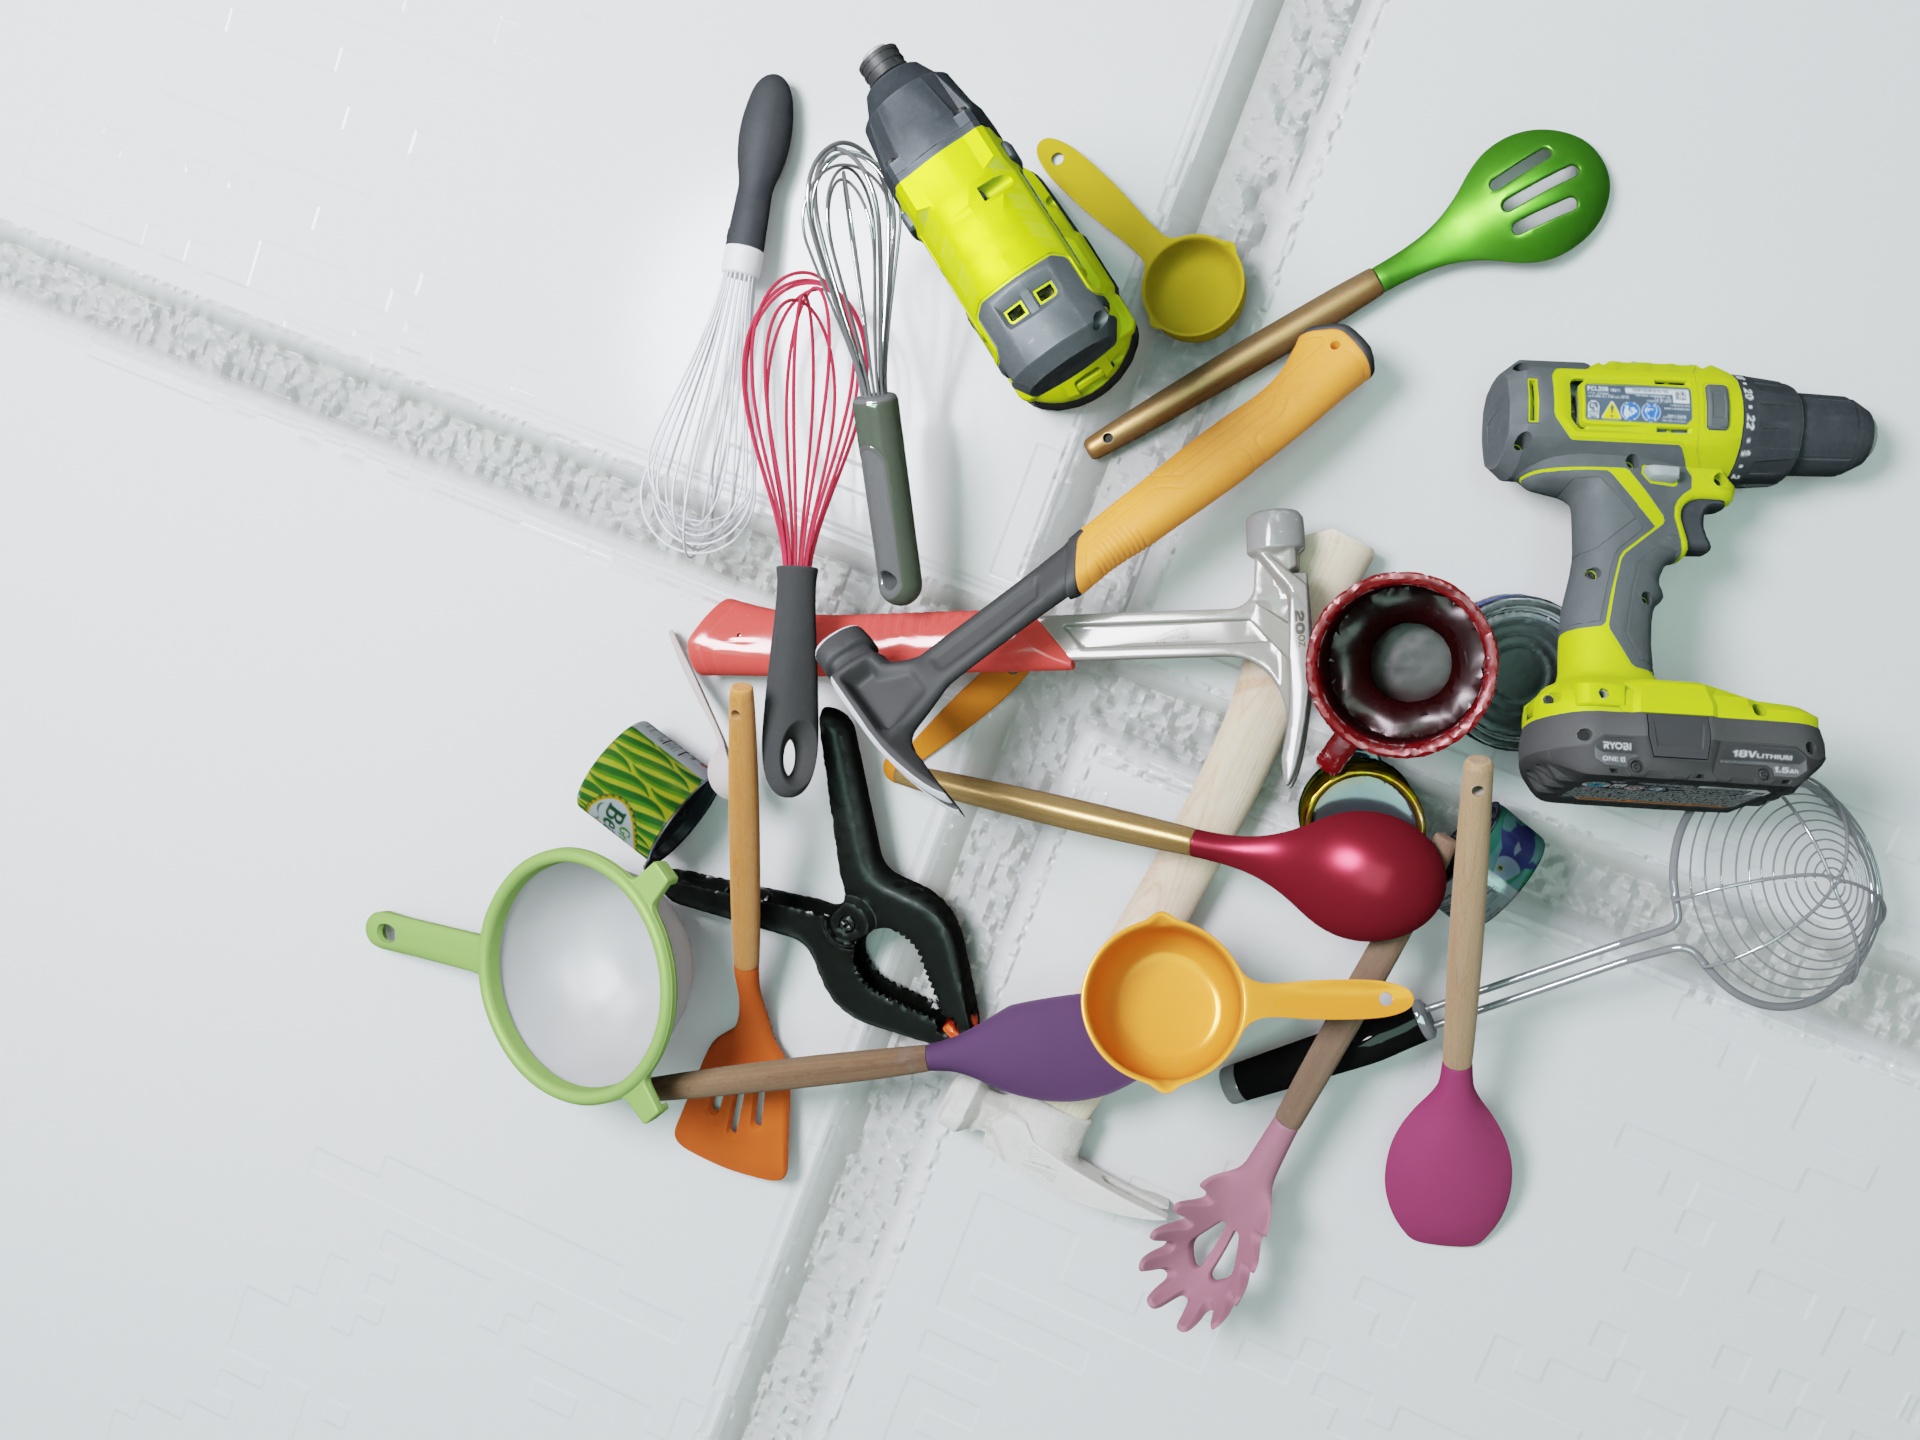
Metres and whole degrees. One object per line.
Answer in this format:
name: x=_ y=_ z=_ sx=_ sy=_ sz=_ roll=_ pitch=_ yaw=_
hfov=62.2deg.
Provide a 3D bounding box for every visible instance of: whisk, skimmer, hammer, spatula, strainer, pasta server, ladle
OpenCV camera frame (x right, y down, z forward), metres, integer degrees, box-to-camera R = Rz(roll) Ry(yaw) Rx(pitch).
whisk: x=-0.090 y=-0.105 z=0.890 sx=0.073 sy=0.073 sz=0.296 roll=2 pitch=89 yaw=11
skimmer: x=0.318 y=0.139 z=0.882 sx=0.363 sy=0.090 sz=0.127 roll=-25 pitch=87 yaw=22
hammer: x=0.137 y=0.086 z=0.908 sx=0.146 sy=0.038 sz=0.410 roll=26 pitch=99 yaw=6
hammer: x=0.085 y=-0.093 z=0.844 sx=0.337 sy=0.034 sz=0.127 roll=-38 pitch=58 yaw=-1
whisk: x=-0.133 y=-0.234 z=0.924 sx=0.070 sy=0.070 sz=0.284 roll=11 pitch=92 yaw=10
spatula: x=-0.129 y=0.127 z=0.926 sx=0.081 sy=0.041 sz=0.322 roll=14 pitch=120 yaw=20
strainer: x=-0.256 y=0.143 z=0.976 sx=0.256 sy=0.069 sz=0.151 roll=6 pitch=96 yaw=31
whisk: x=-0.047 y=-0.179 z=0.848 sx=0.058 sy=0.059 sz=0.246 roll=11 pitch=116 yaw=42
hammer: x=0.015 y=-0.035 z=0.898 sx=0.359 sy=0.036 sz=0.149 roll=-1 pitch=83 yaw=17
pasta server: x=0.189 y=0.200 z=0.871 sx=0.060 sy=0.040 sz=0.316 roll=33 pitch=108 yaw=28
spatula: x=-0.043 y=0.200 z=0.918 sx=0.316 sy=0.018 sz=0.060 roll=-8 pitch=84 yaw=9
ladle: x=0.104 y=0.060 z=0.875 sx=0.315 sy=0.031 sz=0.069 roll=12 pitch=96 yaw=23

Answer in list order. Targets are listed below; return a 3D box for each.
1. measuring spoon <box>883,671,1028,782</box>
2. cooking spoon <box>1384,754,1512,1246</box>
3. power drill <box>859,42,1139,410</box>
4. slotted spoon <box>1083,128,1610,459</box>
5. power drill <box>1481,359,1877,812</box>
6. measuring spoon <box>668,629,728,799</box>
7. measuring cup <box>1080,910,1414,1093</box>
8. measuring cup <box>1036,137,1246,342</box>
measuring spoon: x=-0.001 y=-0.003 z=0.939 sx=0.117 sy=0.011 sz=0.021 roll=-41 pitch=86 yaw=11
cooking spoon: x=0.264 y=0.161 z=0.842 sx=0.069 sy=0.017 sz=0.318 roll=1 pitch=117 yaw=13
power drill: x=0.022 y=-0.240 z=0.807 sx=0.080 sy=0.223 sz=0.171 roll=-32 pitch=88 yaw=11
slotted spoon: x=0.207 y=-0.226 z=0.875 sx=0.314 sy=0.031 sz=0.070 roll=-29 pitch=88 yaw=13
power drill: x=0.369 y=-0.073 z=0.808 sx=0.190 sy=0.080 sz=0.229 roll=3 pitch=77 yaw=2
measuring spoon: x=-0.156 y=-0.003 z=0.943 sx=0.018 sy=0.034 sz=0.124 roll=-25 pitch=64 yaw=-4
measuring cup: x=0.153 y=0.153 z=0.860 sx=0.173 sy=0.052 sz=0.095 roll=-2 pitch=75 yaw=7
measuring cup: x=0.099 y=-0.273 z=0.897 sx=0.062 sy=0.029 sz=0.157 roll=-45 pitch=74 yaw=11
